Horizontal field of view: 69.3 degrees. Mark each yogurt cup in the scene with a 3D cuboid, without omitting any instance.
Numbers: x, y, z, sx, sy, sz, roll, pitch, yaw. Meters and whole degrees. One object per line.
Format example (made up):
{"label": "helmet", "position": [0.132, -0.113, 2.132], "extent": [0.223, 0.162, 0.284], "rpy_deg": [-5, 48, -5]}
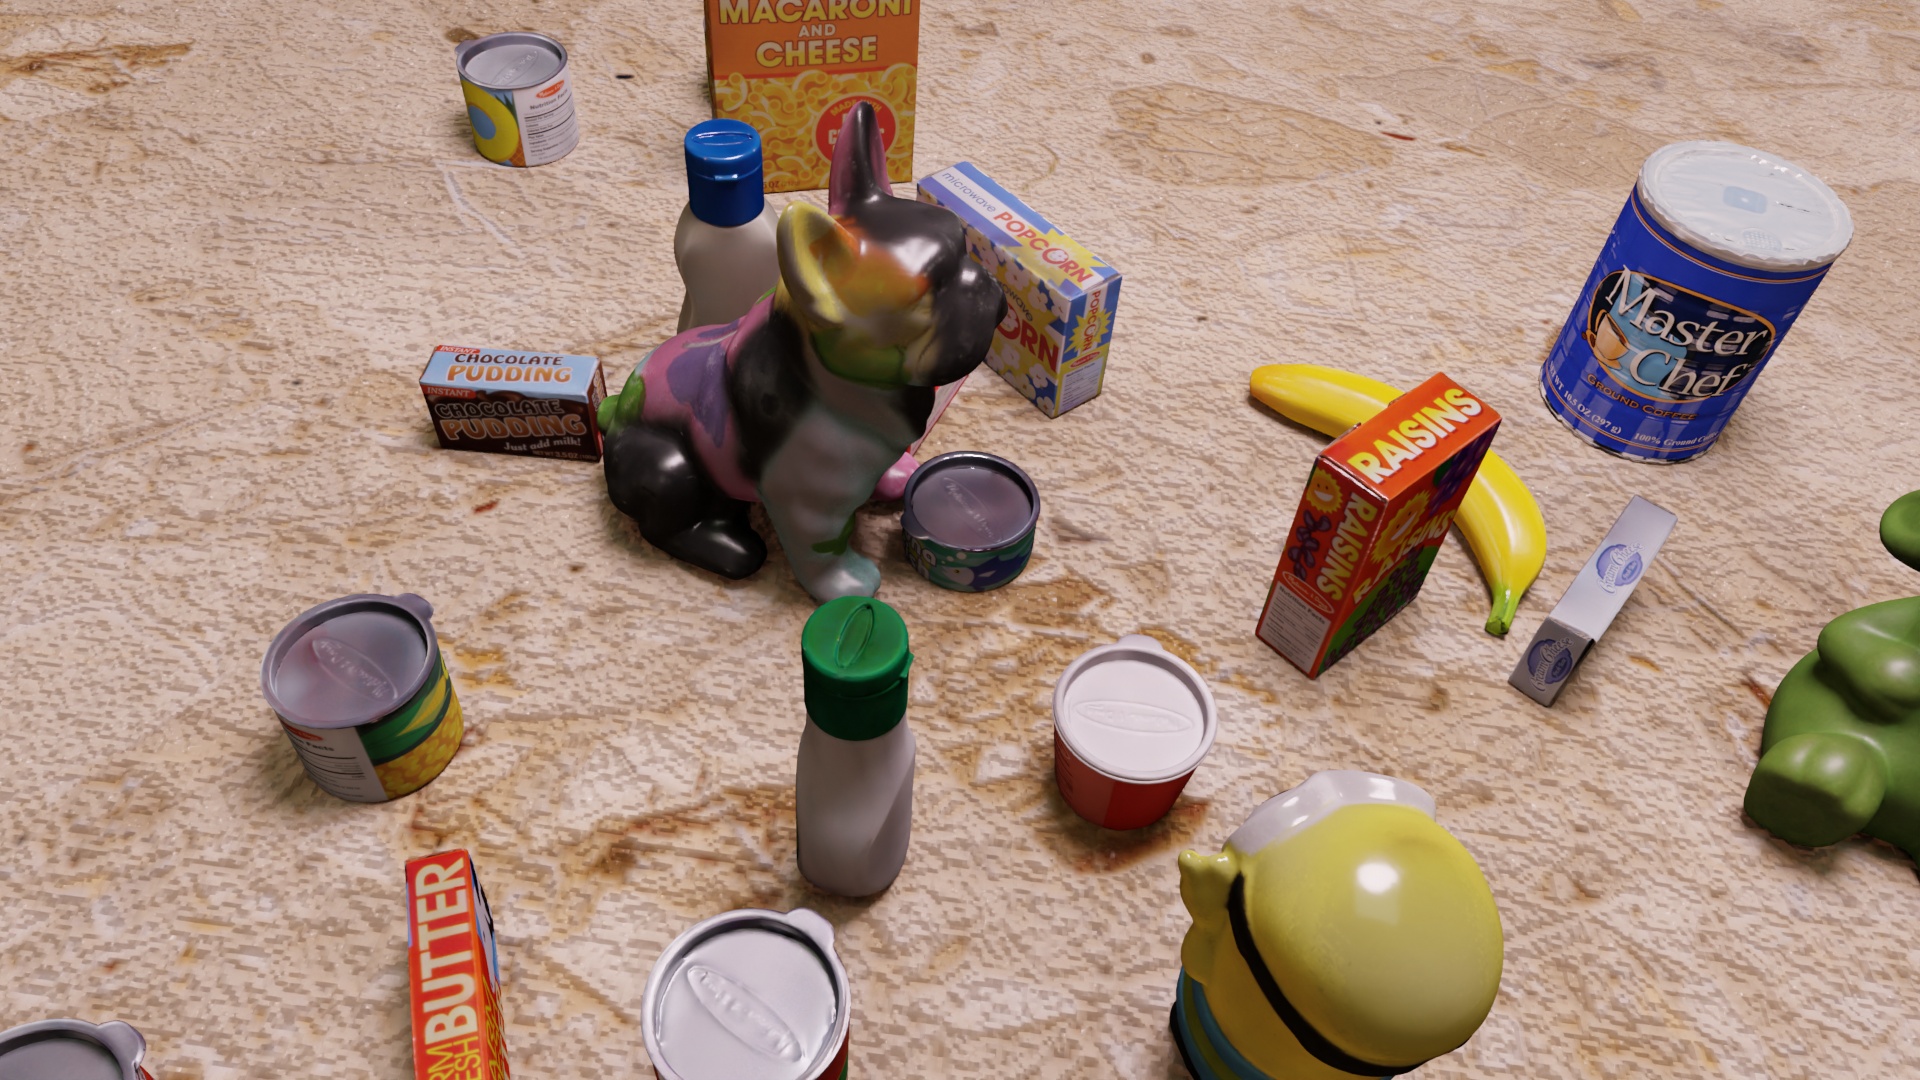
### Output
{"label": "yogurt cup", "position": [0.070, 0.085, 0.585], "extent": [0.072, 0.053, 0.073], "rpy_deg": [3, 48, -3]}

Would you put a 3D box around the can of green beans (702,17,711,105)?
{"label": "can of green beans", "position": [-0.135, -0.317, 0.920], "extent": [0.071, 0.057, 0.071], "rpy_deg": [3, 48, -3]}

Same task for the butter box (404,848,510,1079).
{"label": "butter box", "position": [-0.177, 0.167, 0.491], "extent": [0.024, 0.052, 0.104], "rpy_deg": [-11, 50, -14]}

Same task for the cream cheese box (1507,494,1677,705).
{"label": "cream cheese box", "position": [0.299, 0.028, 0.656], "extent": [0.024, 0.053, 0.104], "rpy_deg": [34, 54, 23]}

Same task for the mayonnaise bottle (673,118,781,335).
{"label": "mayonnaise bottle", "position": [-0.116, -0.140, 0.705], "extent": [0.065, 0.147, 0.041], "rpy_deg": [-5, 49, -9]}

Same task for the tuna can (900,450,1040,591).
{"label": "tuna can", "position": [0.002, -0.008, 0.676], "extent": [0.071, 0.032, 0.071], "rpy_deg": [3, 48, -3]}

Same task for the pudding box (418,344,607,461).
{"label": "pudding box", "position": [-0.222, -0.069, 0.698], "extent": [0.084, 0.049, 0.030], "rpy_deg": [5, 48, -1]}

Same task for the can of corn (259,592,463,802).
{"label": "can of corn", "position": [-0.242, 0.064, 0.573], "extent": [0.071, 0.058, 0.071], "rpy_deg": [3, 48, -3]}

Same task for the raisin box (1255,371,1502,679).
{"label": "raisin box", "position": [0.187, -0.005, 0.629], "extent": [0.086, 0.122, 0.040], "rpy_deg": [-31, 58, -28]}

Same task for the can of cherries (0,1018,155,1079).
{"label": "can of cherries", "position": [-0.290, 0.197, 0.450], "extent": [0.071, 0.058, 0.072], "rpy_deg": [3, 48, -3]}

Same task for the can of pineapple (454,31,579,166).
{"label": "can of pineapple", "position": [-0.278, -0.278, 0.872], "extent": [0.071, 0.057, 0.071], "rpy_deg": [3, 48, -3]}

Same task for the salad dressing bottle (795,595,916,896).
{"label": "salad dressing bottle", "position": [-0.039, 0.079, 0.518], "extent": [0.044, 0.146, 0.064], "rpy_deg": [15, 49, 8]}

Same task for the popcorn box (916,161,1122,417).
{"label": "popcorn box", "position": [0.027, -0.138, 0.757], "extent": [0.038, 0.084, 0.127], "rpy_deg": [-30, 58, -28]}

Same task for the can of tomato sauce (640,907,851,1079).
{"label": "can of tomato sauce", "position": [-0.070, 0.173, 0.475], "extent": [0.071, 0.082, 0.071], "rpy_deg": [3, 49, -3]}

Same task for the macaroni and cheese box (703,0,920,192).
{"label": "macaroni and cheese box", "position": [-0.088, -0.289, 0.827], "extent": [0.124, 0.165, 0.040], "rpy_deg": [-8, 50, -12]}
